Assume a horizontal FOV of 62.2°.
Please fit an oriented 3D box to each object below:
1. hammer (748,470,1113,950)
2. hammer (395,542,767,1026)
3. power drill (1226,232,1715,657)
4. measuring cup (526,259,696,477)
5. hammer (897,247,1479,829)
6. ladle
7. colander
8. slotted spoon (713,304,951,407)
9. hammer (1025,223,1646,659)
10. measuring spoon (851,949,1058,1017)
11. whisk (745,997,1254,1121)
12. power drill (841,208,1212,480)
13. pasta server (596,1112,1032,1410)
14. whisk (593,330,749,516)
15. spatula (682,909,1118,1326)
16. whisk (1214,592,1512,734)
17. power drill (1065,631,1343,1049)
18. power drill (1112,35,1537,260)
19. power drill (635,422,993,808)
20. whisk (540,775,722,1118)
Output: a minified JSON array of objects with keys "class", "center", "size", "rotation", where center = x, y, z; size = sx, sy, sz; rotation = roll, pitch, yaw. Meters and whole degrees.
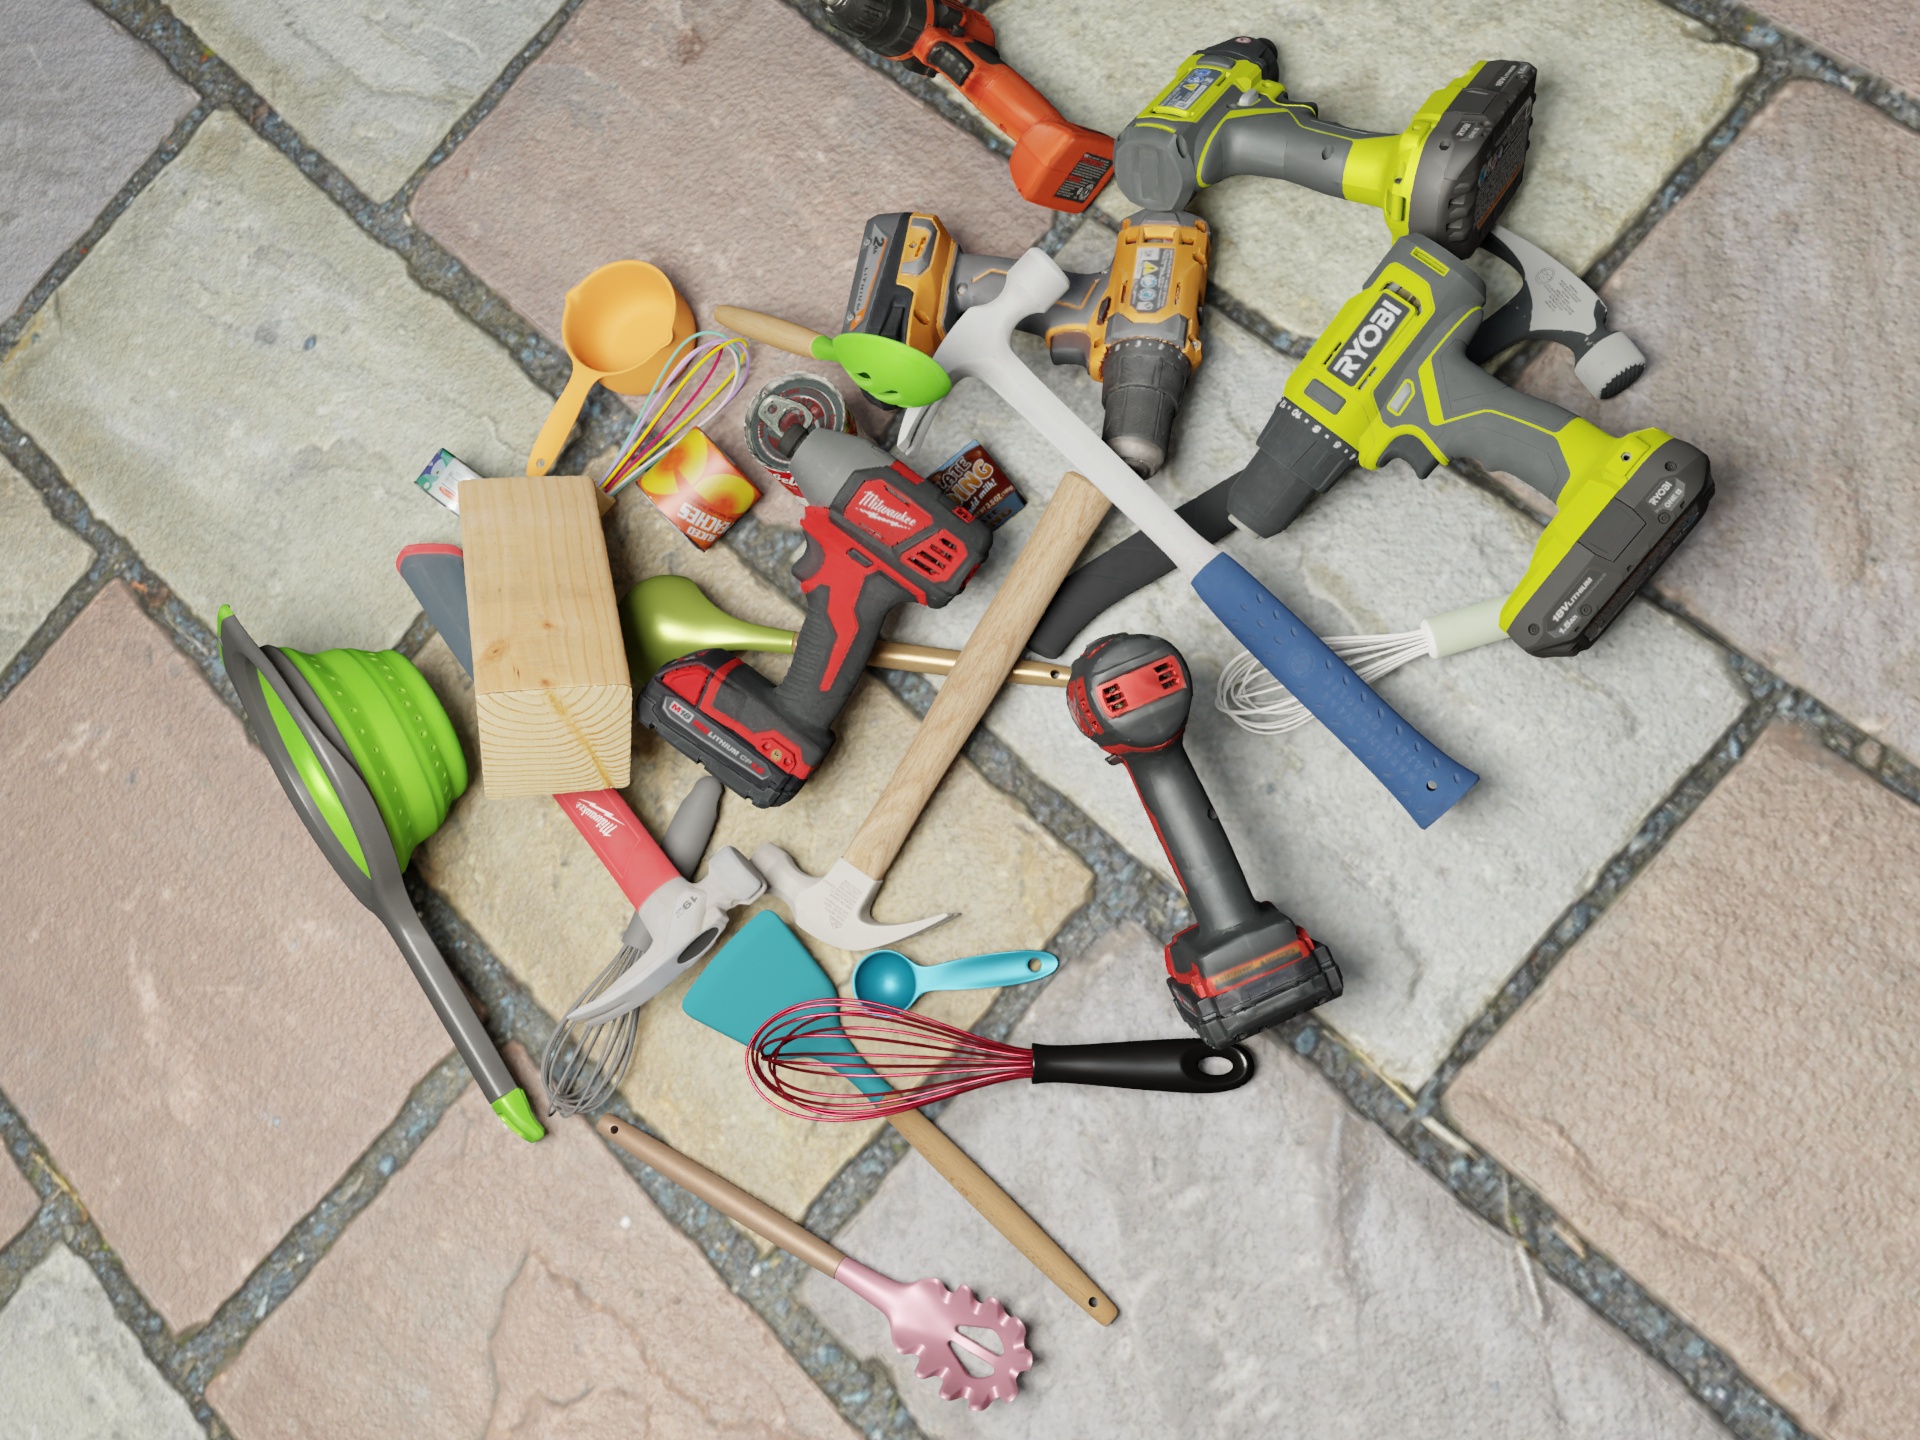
[{"class":"hammer","center":[-0.002,-0.003,0.988],"size":[0.130,0.031,0.331],"rotation":[33,96,15]},{"class":"hammer","center":[-0.288,0.021,1.058],"size":[0.143,0.038,0.387],"rotation":[-42,63,-1]},{"class":"power drill","center":[0.278,-0.138,0.898],"size":[0.229,0.080,0.190],"rotation":[43,106,22]},{"class":"measuring cup","center":[-0.252,-0.239,1.129],"size":[0.095,0.052,0.173],"rotation":[27,87,20]},{"class":"hammer","center":[0.131,-0.092,0.924],"size":[0.144,0.035,0.406],"rotation":[-45,77,7]},{"class":"ladle","center":[-0.080,-0.045,1.045],"size":[0.320,0.062,0.078],"rotation":[7,82,10]},{"class":"colander","center":[-0.352,0.088,1.054],"size":[0.094,0.204,0.397],"rotation":[-30,85,-29]},{"class":"slotted spoon","center":[-0.097,-0.239,1.013],"size":[0.031,0.070,0.314],"rotation":[-59,35,2]},{"class":"hammer","center":[0.203,-0.163,0.992],"size":[0.409,0.036,0.149],"rotation":[-32,69,6]},{"class":"measuring spoon","center":[-0.003,0.157,0.984],"size":[0.128,0.021,0.042],"rotation":[-8,86,4]},{"class":"whisk","center":[0.022,0.198,0.922],"size":[0.296,0.073,0.073],"rotation":[1,77,0]},{"class":"power drill","center":[0.042,-0.242,1.024],"size":[0.226,0.084,0.185],"rotation":[5,69,13]},{"class":"pasta server","center":[-0.096,0.315,0.958],"size":[0.316,0.040,0.060],"rotation":[24,72,21]},{"class":"whisk","center":[-0.236,-0.178,1.110],"size":[0.051,0.047,0.245],"rotation":[42,97,-19]},{"class":"spatula","center":[-0.030,0.245,0.953],"size":[0.318,0.044,0.082],"rotation":[39,83,19]},{"class":"whisk","center":[0.270,-0.046,0.942],"size":[0.246,0.059,0.057],"rotation":[-17,111,7]},{"class":"power drill","center":[0.122,0.058,0.907],"size":[0.080,0.188,0.227],"rotation":[-24,89,-2]},{"class":"power drill","center":[0.230,-0.368,0.988],"size":[0.223,0.080,0.171],"rotation":[21,54,26]},{"class":"power drill","center":[-0.096,-0.068,0.977],"size":[0.143,0.078,0.219],"rotation":[37,103,-2]},{"class":"whisk","center":[-0.210,0.145,1.027],"size":[0.055,0.055,0.239],"rotation":[20,79,19]}]
